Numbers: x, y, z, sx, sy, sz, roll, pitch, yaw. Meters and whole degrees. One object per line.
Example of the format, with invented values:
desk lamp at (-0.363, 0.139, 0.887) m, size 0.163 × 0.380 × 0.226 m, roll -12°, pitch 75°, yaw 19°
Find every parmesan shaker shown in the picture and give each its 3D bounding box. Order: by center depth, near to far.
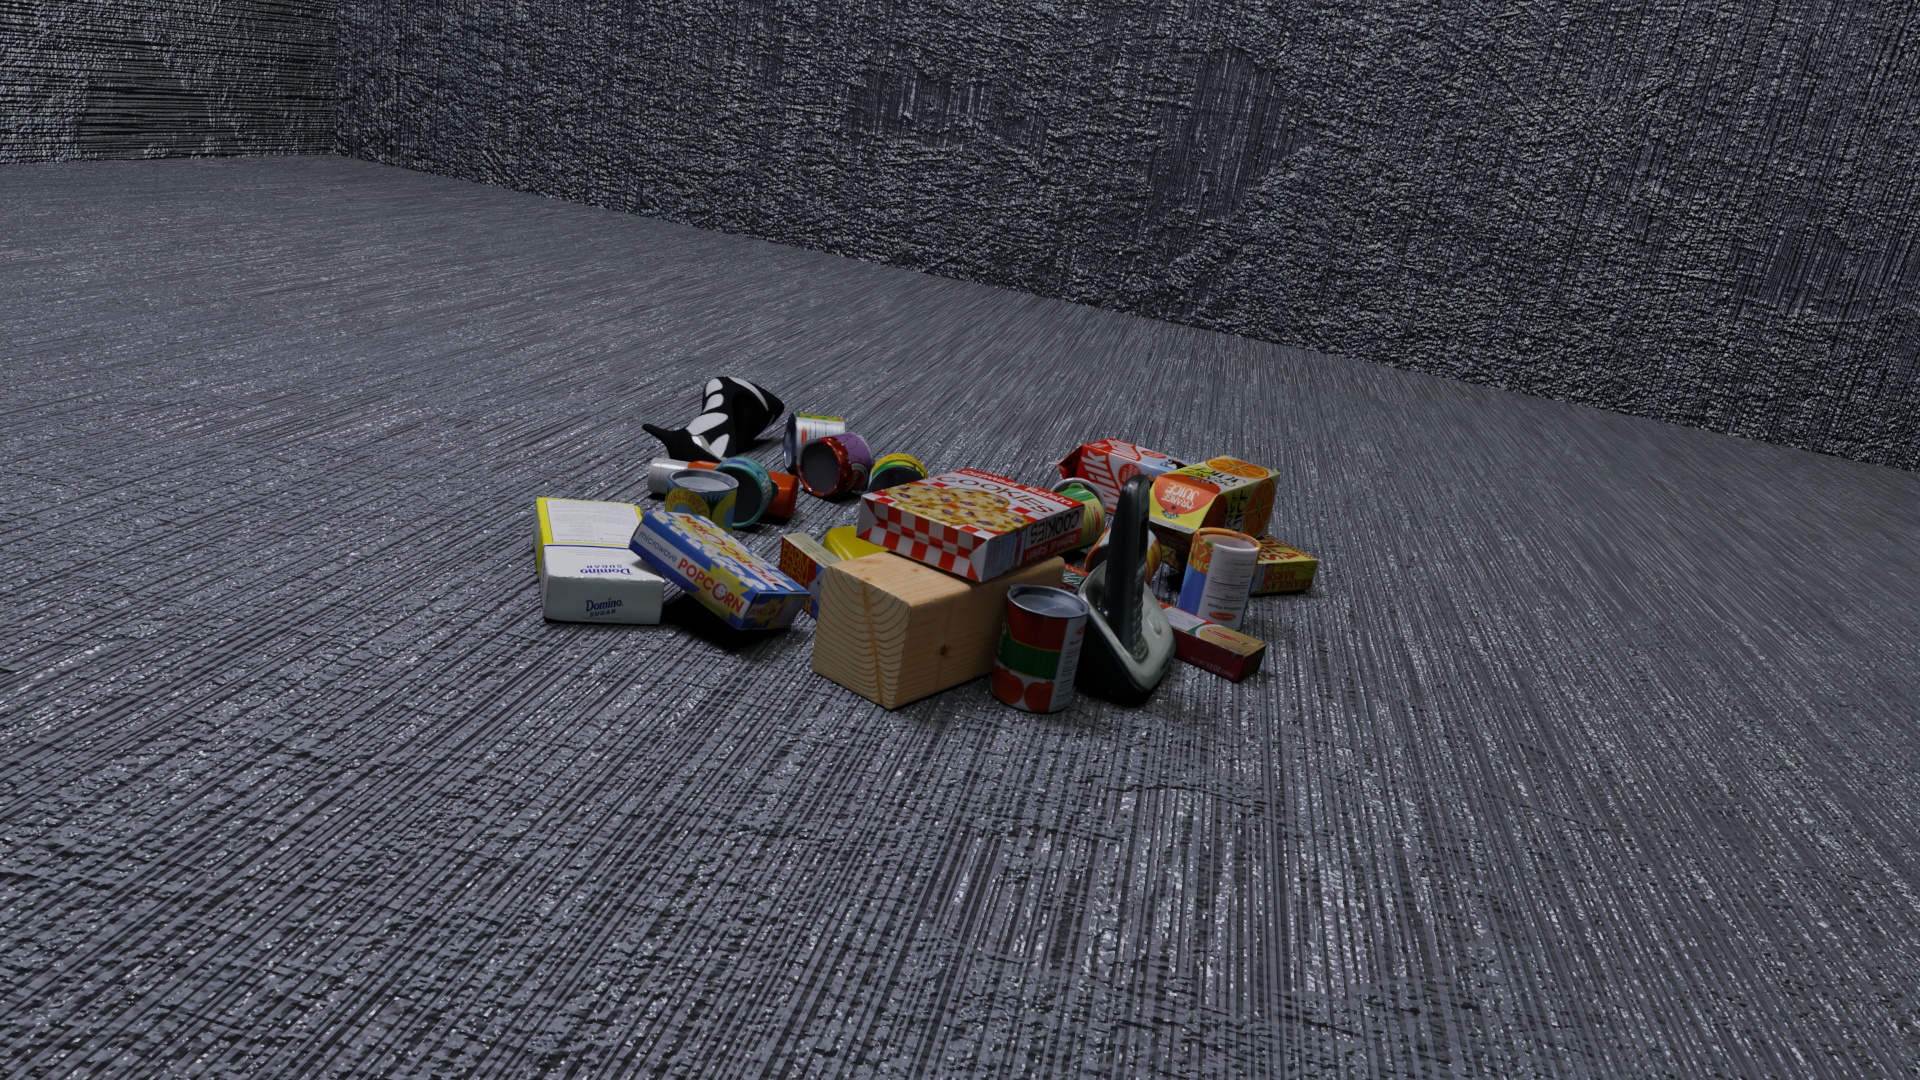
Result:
parmesan shaker at (0.096, -0.018, 1.446) m, size 0.071 × 0.071 × 0.103 m, roll 22°, pitch 22°, yaw 32°

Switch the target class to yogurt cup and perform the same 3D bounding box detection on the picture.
yogurt cup at (0.129, -0.038, 1.540) m, size 0.072 × 0.072 × 0.054 m, roll 12°, pitch 10°, yaw 6°

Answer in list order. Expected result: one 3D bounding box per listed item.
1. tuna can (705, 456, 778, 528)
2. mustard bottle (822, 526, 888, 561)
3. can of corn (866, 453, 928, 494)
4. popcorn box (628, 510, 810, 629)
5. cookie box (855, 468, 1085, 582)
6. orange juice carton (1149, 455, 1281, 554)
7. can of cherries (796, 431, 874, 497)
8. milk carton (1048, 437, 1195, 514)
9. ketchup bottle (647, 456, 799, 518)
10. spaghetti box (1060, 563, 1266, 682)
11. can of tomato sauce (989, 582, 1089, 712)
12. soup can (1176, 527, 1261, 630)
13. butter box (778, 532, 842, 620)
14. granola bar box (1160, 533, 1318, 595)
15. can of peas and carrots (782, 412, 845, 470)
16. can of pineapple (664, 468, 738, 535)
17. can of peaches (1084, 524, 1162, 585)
tuna can at (-0.218, -0.047, 1.370) m, size 0.071 × 0.070 × 0.033 m, roll 11°, pitch 19°, yaw 3°
mustard bottle at (-0.082, 0.034, 1.230) m, size 0.065 × 0.048 × 0.161 m, roll 4°, pitch 20°, yaw -18°
can of corn at (-0.063, -0.055, 1.476) m, size 0.071 × 0.071 × 0.058 m, roll 9°, pitch 18°, yaw -5°
popcorn box at (-0.197, 0.024, 1.137) m, size 0.127 × 0.038 × 0.085 m, roll 34°, pitch 9°, yaw 20°
cookie box at (0.012, -0.018, 1.158) m, size 0.123 × 0.040 × 0.168 m, roll 19°, pitch 20°, yaw 28°
orange juice carton at (0.256, -0.034, 1.452) m, size 0.072 × 0.072 × 0.193 m, roll 21°, pitch 23°, yaw 33°
can of cherries at (-0.136, -0.081, 1.523) m, size 0.071 × 0.071 × 0.058 m, roll 21°, pitch 21°, yaw 30°
milk carton at (0.202, -0.071, 1.658) m, size 0.191 × 0.073 × 0.072 m, roll 22°, pitch 21°, yaw 32°
ketchup bottle at (-0.243, -0.056, 1.421) m, size 0.149 × 0.043 × 0.065 m, roll 10°, pitch 12°, yaw -1°
spaghetti box at (0.160, 0.068, 1.291) m, size 0.250 × 0.028 × 0.050 m, roll 22°, pitch 22°, yaw 32°
can of tomato sauce at (0.060, 0.085, 1.102) m, size 0.071 × 0.082 × 0.071 m, roll 9°, pitch 18°, yaw -3°
soup can at (0.250, 0.036, 1.350) m, size 0.071 × 0.083 × 0.071 m, roll 9°, pitch 18°, yaw -3°
butter box at (-0.124, 0.035, 1.200) m, size 0.024 × 0.053 × 0.104 m, roll -6°, pitch 23°, yaw -34°
granola bar box at (0.285, 0.011, 1.513) m, size 0.124 × 0.039 × 0.166 m, roll -3°, pitch 22°, yaw -31°
can of peas and carrots at (-0.168, -0.111, 1.593) m, size 0.059 × 0.070 × 0.071 m, roll 5°, pitch 19°, yaw -19°
can of pineapple at (-0.248, -0.031, 1.320) m, size 0.071 × 0.057 × 0.071 m, roll 9°, pitch 18°, yaw -3°
can of peaches at (0.160, 0.024, 1.365) m, size 0.071 × 0.071 × 0.058 m, roll 15°, pitch 24°, yaw 14°
